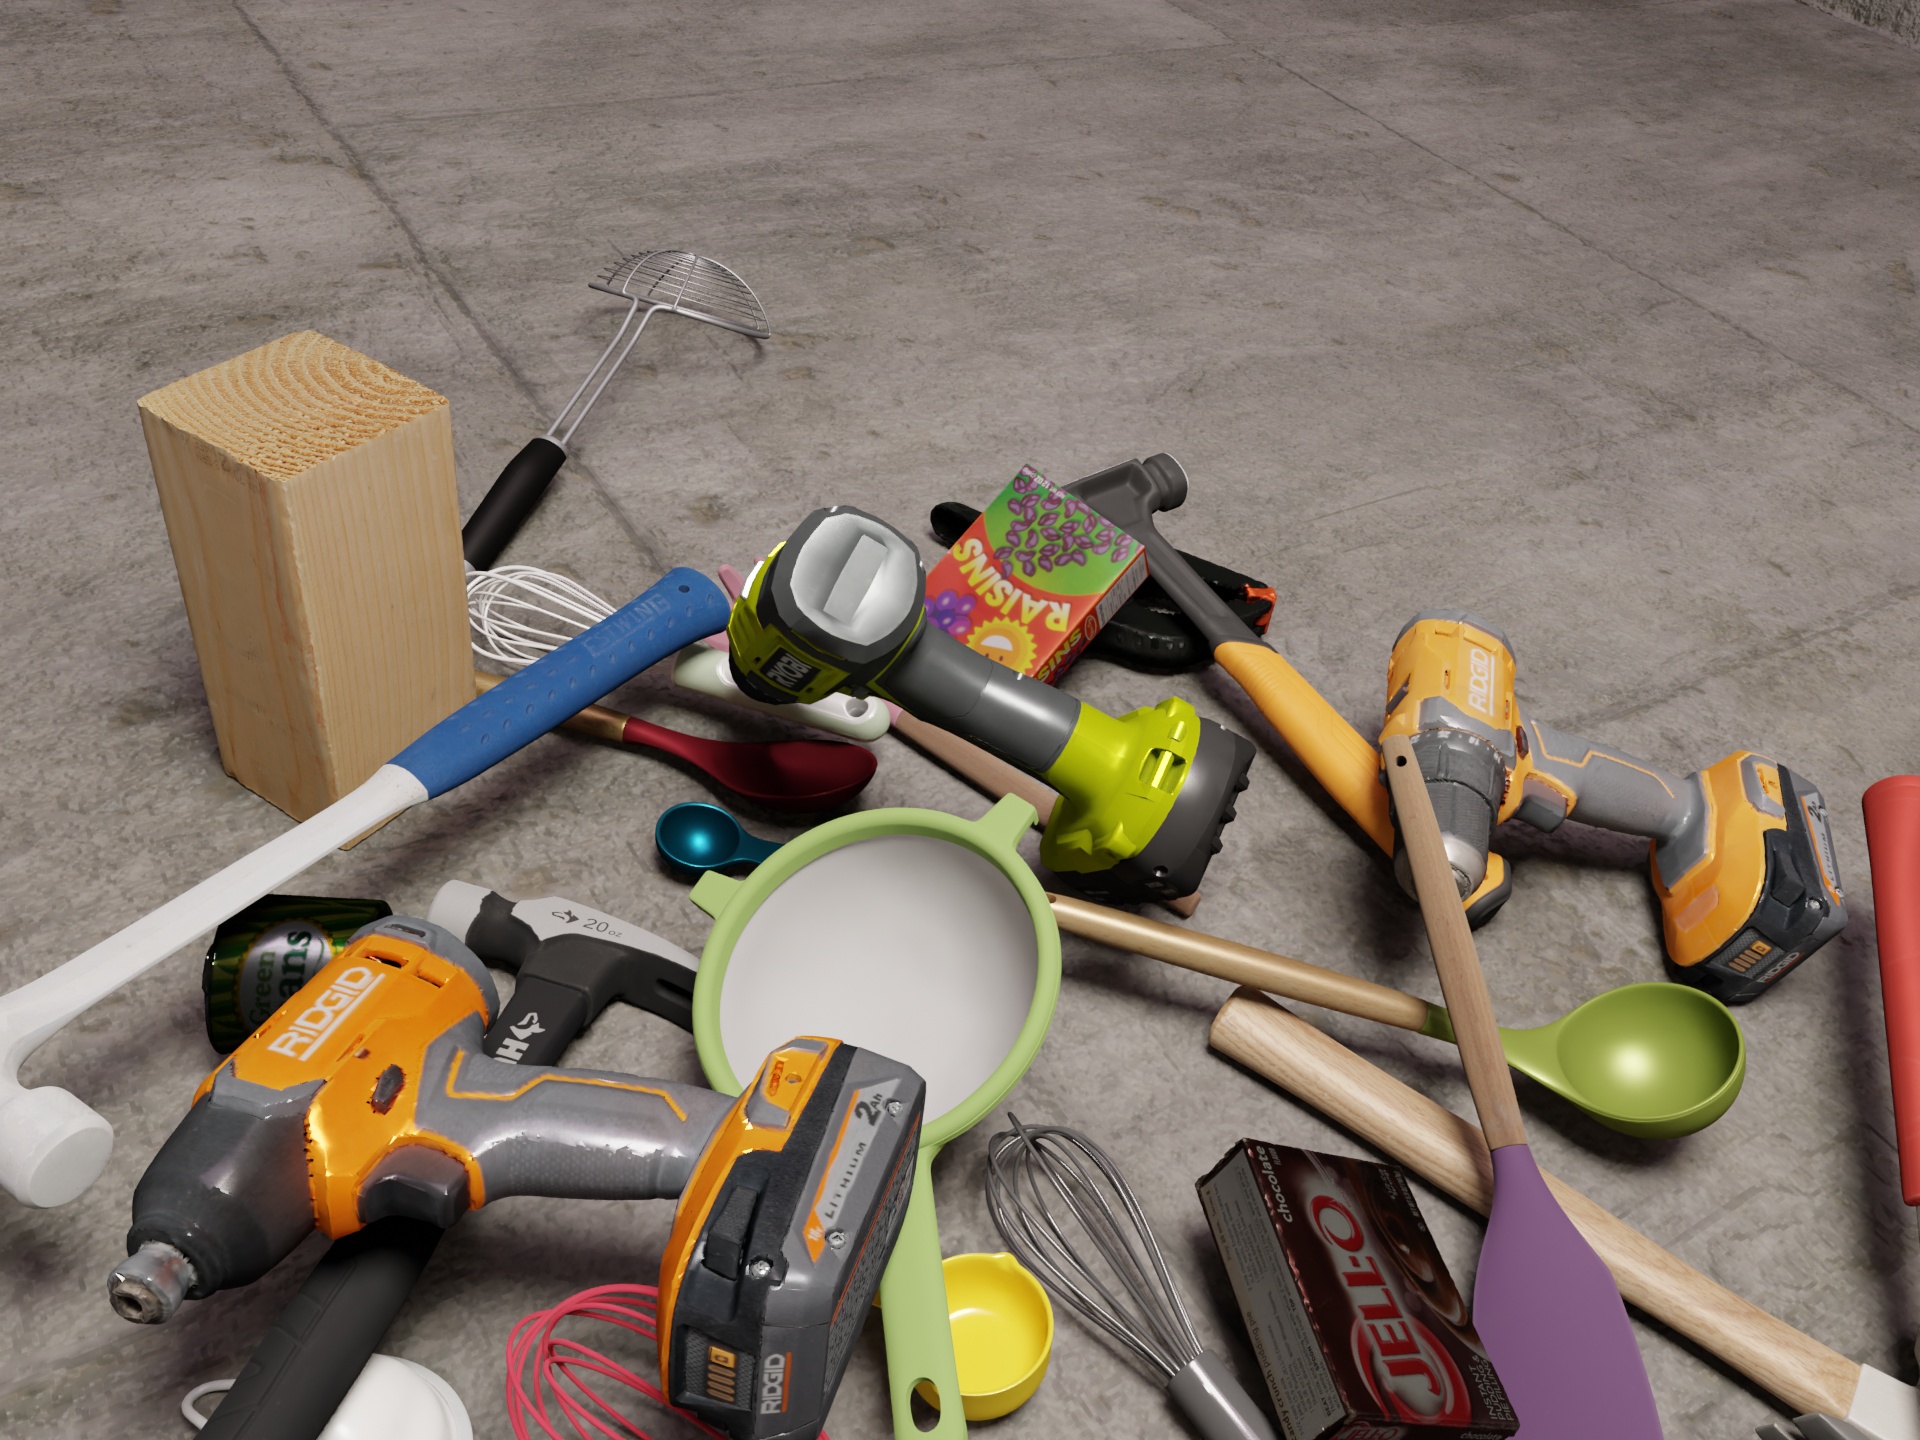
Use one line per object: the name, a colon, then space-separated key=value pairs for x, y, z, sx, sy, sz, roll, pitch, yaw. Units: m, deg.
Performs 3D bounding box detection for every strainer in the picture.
strainer: x=-0.146 y=0.267 z=0.516 sx=0.258 sy=0.050 sz=0.087 roll=25 pitch=29 yaw=12
strainer: x=-0.020 y=0.158 z=0.617 sx=0.151 sy=0.069 sz=0.257 roll=-15 pitch=55 yaw=8

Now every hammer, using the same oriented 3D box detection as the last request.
hammer: x=-0.247 y=0.028 z=0.670 sx=0.144 sy=0.035 sz=0.405 roll=27 pitch=41 yaw=20
hammer: x=-0.188 y=0.172 z=0.566 sx=0.146 sy=0.035 sz=0.335 roll=16 pitch=29 yaw=4
hammer: x=0.163 y=-0.018 z=0.862 sx=0.127 sy=0.034 sz=0.337 roll=-24 pitch=60 yaw=-27
hammer: x=0.250 y=0.211 z=0.659 sx=0.331 sy=0.031 sz=0.130 roll=30 pitch=45 yaw=22
hammer: x=0.398 y=0.158 z=0.661 sx=0.149 sy=0.036 sz=0.359 roll=28 pitch=49 yaw=-6

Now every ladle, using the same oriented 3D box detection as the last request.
ladle: x=0.181 y=0.114 z=0.696 sx=0.320 sy=0.062 sz=0.078 roll=16 pitch=38 yaw=0
ladle: x=-0.195 y=-0.002 z=0.817 sx=0.315 sy=0.031 sz=0.069 roll=15 pitch=25 yaw=9

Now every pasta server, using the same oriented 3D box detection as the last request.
pasta server: x=-0.011 y=0.010 z=0.831 sx=0.316 sy=0.040 sz=0.060 roll=33 pitch=80 yaw=21

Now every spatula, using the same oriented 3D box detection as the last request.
spatula: x=0.214 y=0.149 z=0.649 sx=0.060 sy=0.018 sz=0.316 roll=-15 pitch=63 yaw=14

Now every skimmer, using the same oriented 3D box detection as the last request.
skimmer: x=-0.233 y=-0.192 z=1.022 sx=0.127 sy=0.090 sz=0.364 roll=18 pitch=52 yaw=5

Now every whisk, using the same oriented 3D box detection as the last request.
whisk: x=-0.024 y=0.275 z=0.514 sx=0.296 sy=0.073 sz=0.073 roll=29 pitch=45 yaw=12
whisk: x=-0.153 y=-0.032 z=0.832 sx=0.246 sy=0.059 sz=0.058 roll=16 pitch=58 yaw=9
whisk: x=0.086 y=0.239 z=0.586 sx=0.055 sy=0.055 sz=0.239 roll=-22 pitch=54 yaw=-31

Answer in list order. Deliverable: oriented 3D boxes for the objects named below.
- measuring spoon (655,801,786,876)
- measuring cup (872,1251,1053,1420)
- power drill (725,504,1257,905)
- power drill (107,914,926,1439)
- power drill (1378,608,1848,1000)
measuring spoon: x=-0.085 y=0.074 z=0.765 sx=0.128 sy=0.021 sz=0.042 roll=18 pitch=40 yaw=-5
measuring cup: x=-0.039 y=0.219 z=0.606 sx=0.156 sy=0.029 sz=0.062 roll=13 pitch=40 yaw=21
power drill: x=-0.001 y=-0.002 z=0.723 sx=0.228 sy=0.190 sz=0.080 roll=29 pitch=74 yaw=-11
power drill: x=-0.140 y=0.150 z=0.511 sx=0.226 sy=0.084 sz=0.164 roll=13 pitch=29 yaw=10
power drill: x=0.308 y=0.053 z=0.778 sx=0.226 sy=0.084 sz=0.185 roll=26 pitch=42 yaw=-2
